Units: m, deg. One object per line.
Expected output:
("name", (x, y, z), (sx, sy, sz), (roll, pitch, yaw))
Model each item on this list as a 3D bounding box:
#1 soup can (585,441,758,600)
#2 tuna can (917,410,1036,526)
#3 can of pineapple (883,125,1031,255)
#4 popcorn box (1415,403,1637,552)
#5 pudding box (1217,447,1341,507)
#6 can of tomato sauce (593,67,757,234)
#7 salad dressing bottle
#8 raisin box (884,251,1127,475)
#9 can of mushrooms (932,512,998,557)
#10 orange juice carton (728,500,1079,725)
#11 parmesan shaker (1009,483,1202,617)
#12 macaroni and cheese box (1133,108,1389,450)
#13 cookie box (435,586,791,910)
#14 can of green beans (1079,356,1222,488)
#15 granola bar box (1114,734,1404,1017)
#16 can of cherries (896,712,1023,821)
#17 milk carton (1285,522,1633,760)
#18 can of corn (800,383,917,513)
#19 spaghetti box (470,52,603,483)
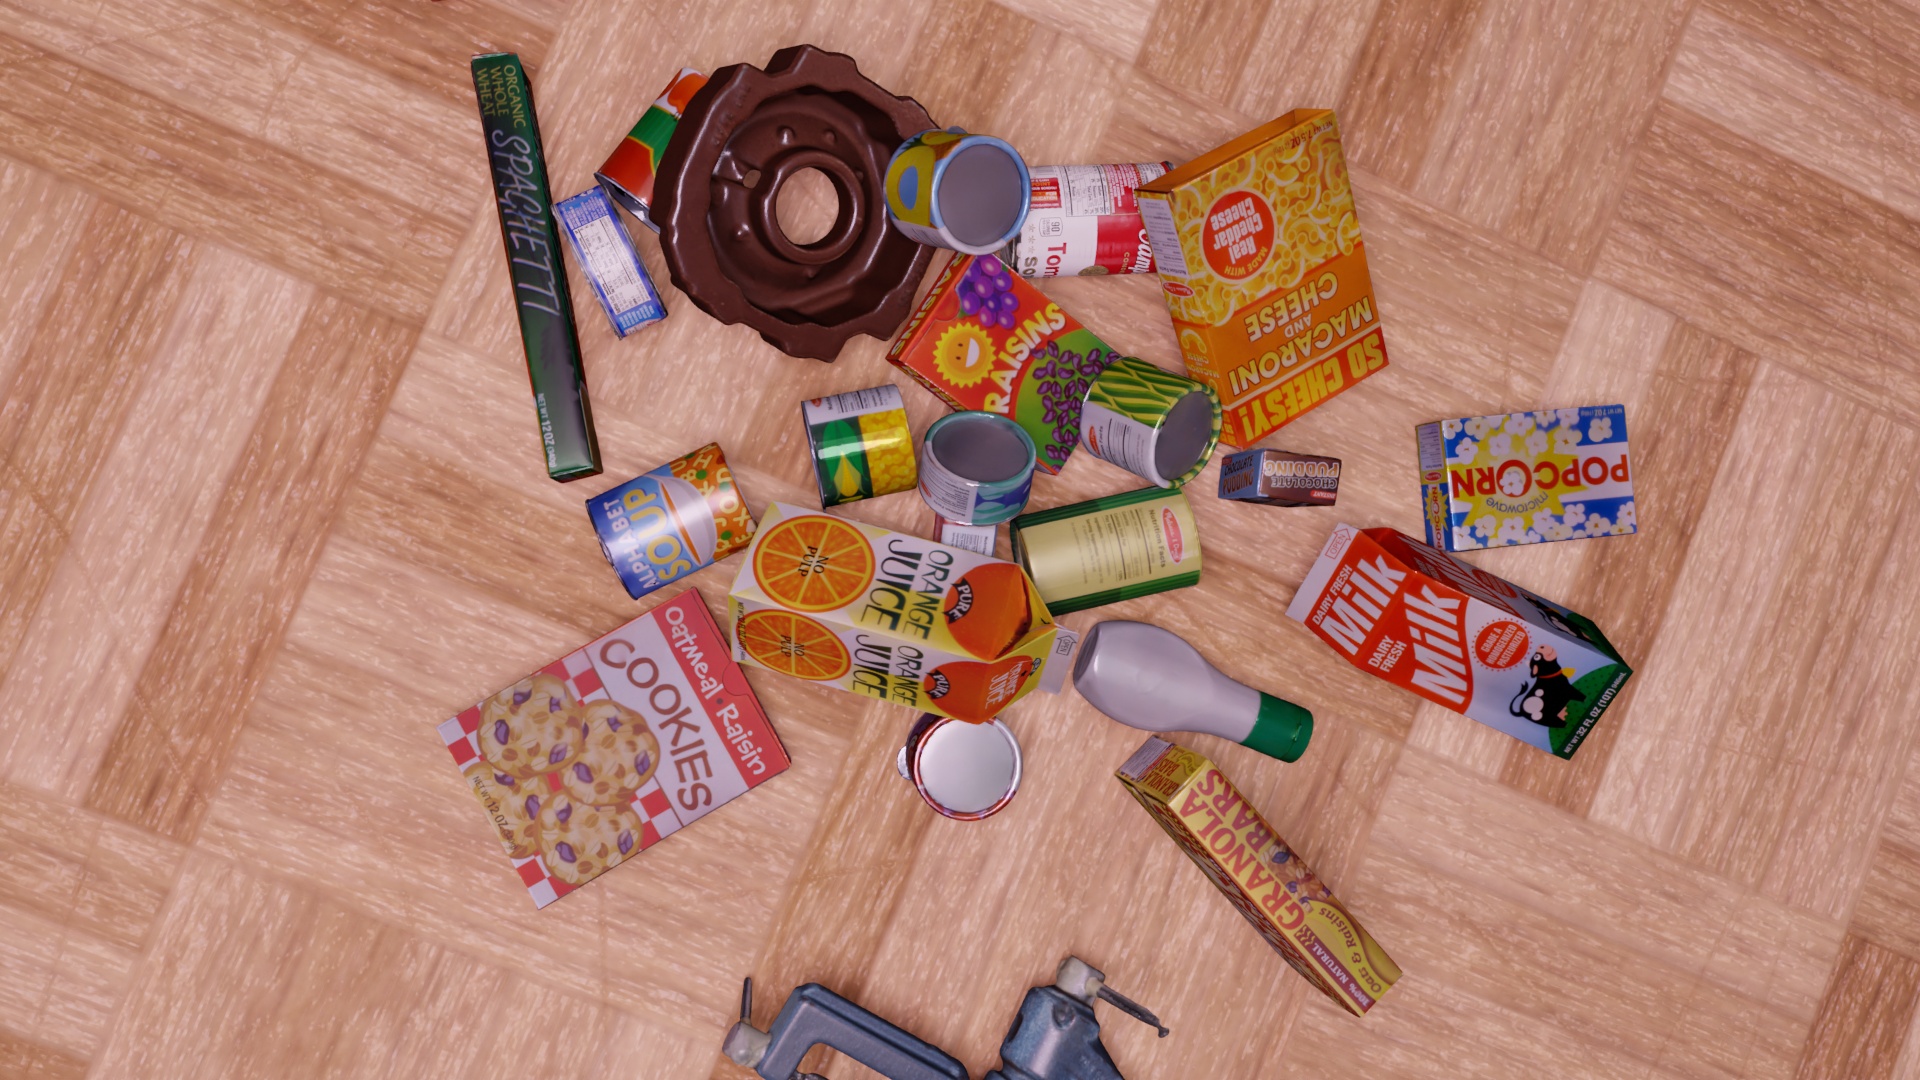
("soup can", (-0.167, -0.012, 0.815), (0.084, 0.071, 0.071), (-26, 92, -6))
("tuna can", (0.012, -0.043, 0.801), (0.071, 0.032, 0.071), (5, 46, -5))
("can of pineapple", (-0.001, -0.199, 0.785), (0.071, 0.058, 0.070), (-11, 112, -28))
("popcorn box", (0.363, -0.040, 0.892), (0.127, 0.038, 0.085), (-5, 90, -6))
("pudding box", (0.193, -0.038, 0.850), (0.050, 0.083, 0.030), (8, 90, -7))
("can of tomato sauce", (-0.163, -0.225, 0.822), (0.071, 0.071, 0.083), (38, 85, -4))
("salad dressing bottle", (0.145, 0.097, 0.862), (0.148, 0.044, 0.064), (22, 81, -7))
("raisin box", (0.029, -0.108, 0.839), (0.123, 0.040, 0.086), (35, 86, -21))
("can of mushrooms", (0.003, -0.011, 0.839), (0.033, 0.071, 0.071), (5, 88, -5))
("orange juice carton", (-0.030, 0.047, 0.800), (0.193, 0.071, 0.073), (15, 52, 4))
("parmesan shaker", (0.087, 0.004, 0.847), (0.103, 0.071, 0.071), (-12, 90, -6))
("macaroni and cheese box", (0.185, -0.157, 0.836), (0.124, 0.040, 0.165), (-29, 117, -17))
("cookie box", (-0.202, 0.120, 0.823), (0.168, 0.040, 0.123), (-29, 92, -6))
("can of green beans", (0.115, -0.071, 0.833), (0.071, 0.058, 0.071), (-23, 126, -35))
("granola bar box", (0.171, 0.194, 0.822), (0.039, 0.124, 0.165), (-43, 93, -6))
("can of cherries", (-0.001, 0.133, 0.837), (0.071, 0.058, 0.071), (0, 89, -7))
("milk carton", (0.301, 0.055, 0.855), (0.190, 0.074, 0.072), (23, 112, -5))
("can of corn", (-0.060, -0.054, 0.832), (0.058, 0.071, 0.071), (-12, 90, -7))
("spaghetti box", (-0.250, -0.159, 0.820), (0.029, 0.050, 0.250), (-11, 90, -8))
